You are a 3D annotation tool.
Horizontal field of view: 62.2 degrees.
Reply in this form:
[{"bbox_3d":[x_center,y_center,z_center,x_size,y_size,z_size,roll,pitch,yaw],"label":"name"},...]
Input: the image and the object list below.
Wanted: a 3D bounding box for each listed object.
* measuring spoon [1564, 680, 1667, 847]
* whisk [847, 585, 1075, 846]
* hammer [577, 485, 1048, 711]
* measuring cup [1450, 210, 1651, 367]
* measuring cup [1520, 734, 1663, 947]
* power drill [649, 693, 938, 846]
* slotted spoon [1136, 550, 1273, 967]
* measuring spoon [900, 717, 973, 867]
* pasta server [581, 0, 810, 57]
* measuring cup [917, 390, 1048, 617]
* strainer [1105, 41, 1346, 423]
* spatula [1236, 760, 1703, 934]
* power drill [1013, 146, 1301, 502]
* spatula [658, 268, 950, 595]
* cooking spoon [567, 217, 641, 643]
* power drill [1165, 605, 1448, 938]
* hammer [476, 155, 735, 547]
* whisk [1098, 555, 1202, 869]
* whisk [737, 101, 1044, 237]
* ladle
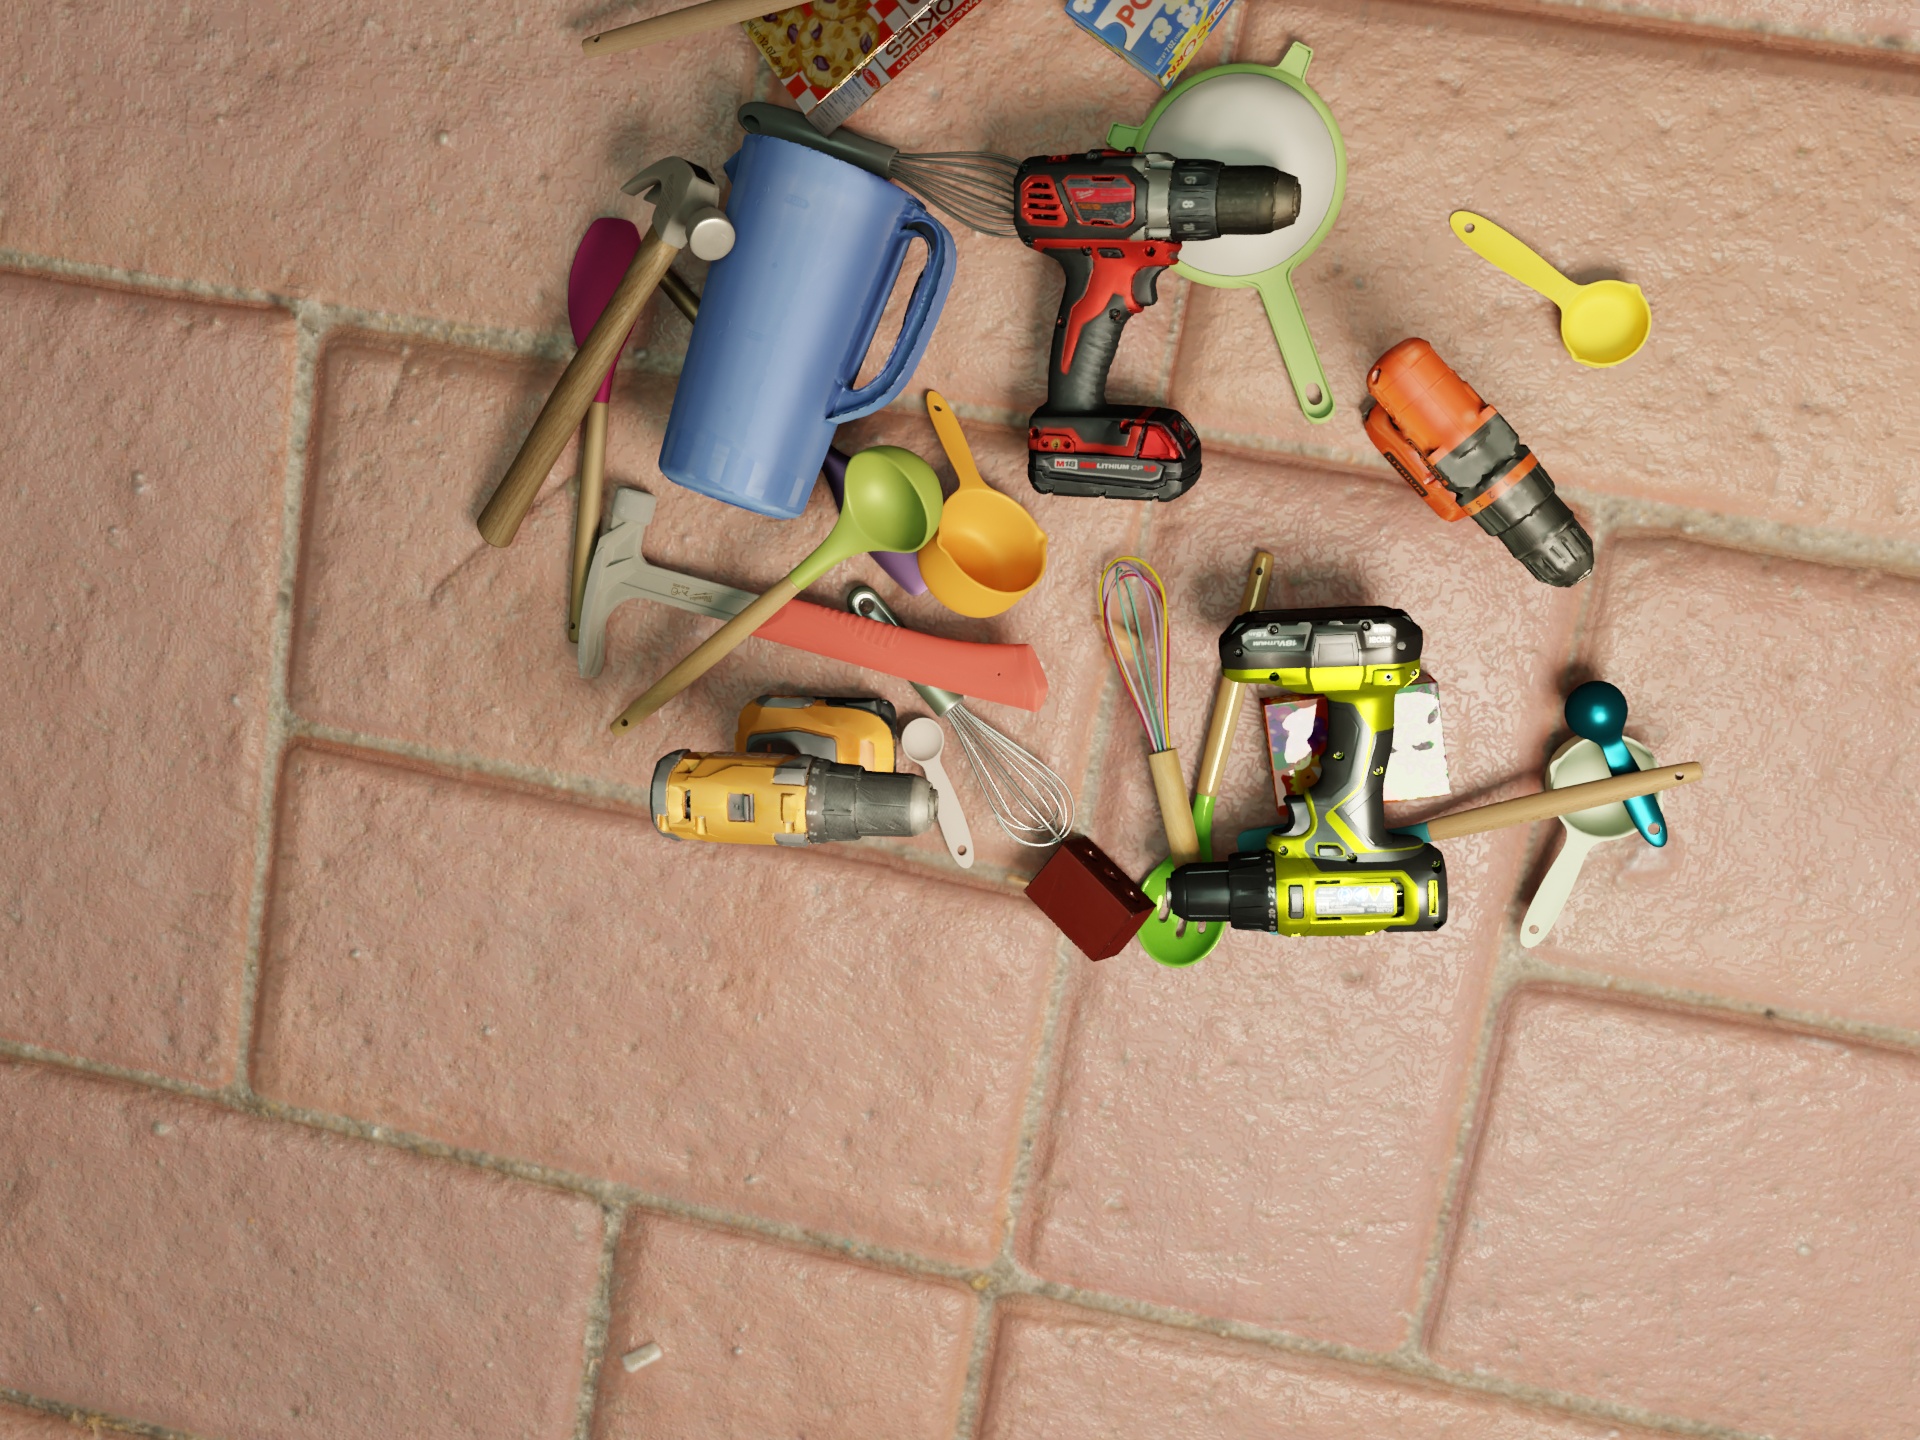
[{"bbox_3d":[0.460,0.033,1.098,0.042,0.021,0.128,-27,94,11],"label":"measuring spoon"},{"bbox_3d":[-0.002,-0.004,1.186,0.058,0.059,0.246,-40,88,0],"label":"whisk"},{"bbox_3d":[-0.111,-0.059,1.171,0.359,0.036,0.149,16,99,14],"label":"hammer"},{"bbox_3d":[0.401,-0.300,1.093,0.156,0.029,0.062,41,103,12],"label":"measuring cup"},{"bbox_3d":[0.440,0.085,1.143,0.083,0.038,0.167,22,104,4],"label":"measuring cup"},{"bbox_3d":[-0.096,0.037,1.113,0.185,0.226,0.084,2,100,8],"label":"power drill"},{"bbox_3d":[0.190,0.030,1.174,0.070,0.031,0.313,15,100,20],"label":"slotted spoon"},{"bbox_3d":[-0.017,0.056,1.215,0.034,0.018,0.124,-24,103,-20],"label":"measuring spoon"},{"bbox_3d":[-0.122,-0.494,1.071,0.316,0.040,0.060,-5,72,21],"label":"pasta server"},{"bbox_3d":[-0.002,-0.155,1.157,0.052,0.095,0.174,-45,60,51],"label":"measuring cup"},{"bbox_3d":[0.207,-0.326,1.088,0.151,0.069,0.256,-20,95,11],"label":"strainer"},{"bbox_3d":[0.358,0.077,1.128,0.317,0.044,0.082,-17,93,26],"label":"spatula"},{"bbox_3d":[0.129,-0.267,1.073,0.188,0.080,0.226,6,112,17],"label":"power drill"},{"bbox_3d":[-0.121,-0.223,1.179,0.060,0.018,0.316,-43,93,8],"label":"spatula"},{"bbox_3d":[-0.276,-0.215,1.202,0.069,0.017,0.319,13,102,23],"label":"cooking spoon"},{"bbox_3d":[0.236,0.040,1.103,0.190,0.080,0.228,-2,100,9],"label":"power drill"},{"bbox_3d":[-0.267,-0.257,1.146,0.331,0.031,0.130,-50,45,28],"label":"hammer"},{"bbox_3d":[0.144,0.001,1.154,0.047,0.051,0.245,-13,92,5],"label":"whisk"},{"bbox_3d":[-0.049,-0.396,1.126,0.239,0.055,0.055,21,102,8],"label":"whisk"},{"bbox_3d":[-0.141,-0.081,1.131,0.320,0.062,0.078,-37,92,18],"label":"ladle"}]
